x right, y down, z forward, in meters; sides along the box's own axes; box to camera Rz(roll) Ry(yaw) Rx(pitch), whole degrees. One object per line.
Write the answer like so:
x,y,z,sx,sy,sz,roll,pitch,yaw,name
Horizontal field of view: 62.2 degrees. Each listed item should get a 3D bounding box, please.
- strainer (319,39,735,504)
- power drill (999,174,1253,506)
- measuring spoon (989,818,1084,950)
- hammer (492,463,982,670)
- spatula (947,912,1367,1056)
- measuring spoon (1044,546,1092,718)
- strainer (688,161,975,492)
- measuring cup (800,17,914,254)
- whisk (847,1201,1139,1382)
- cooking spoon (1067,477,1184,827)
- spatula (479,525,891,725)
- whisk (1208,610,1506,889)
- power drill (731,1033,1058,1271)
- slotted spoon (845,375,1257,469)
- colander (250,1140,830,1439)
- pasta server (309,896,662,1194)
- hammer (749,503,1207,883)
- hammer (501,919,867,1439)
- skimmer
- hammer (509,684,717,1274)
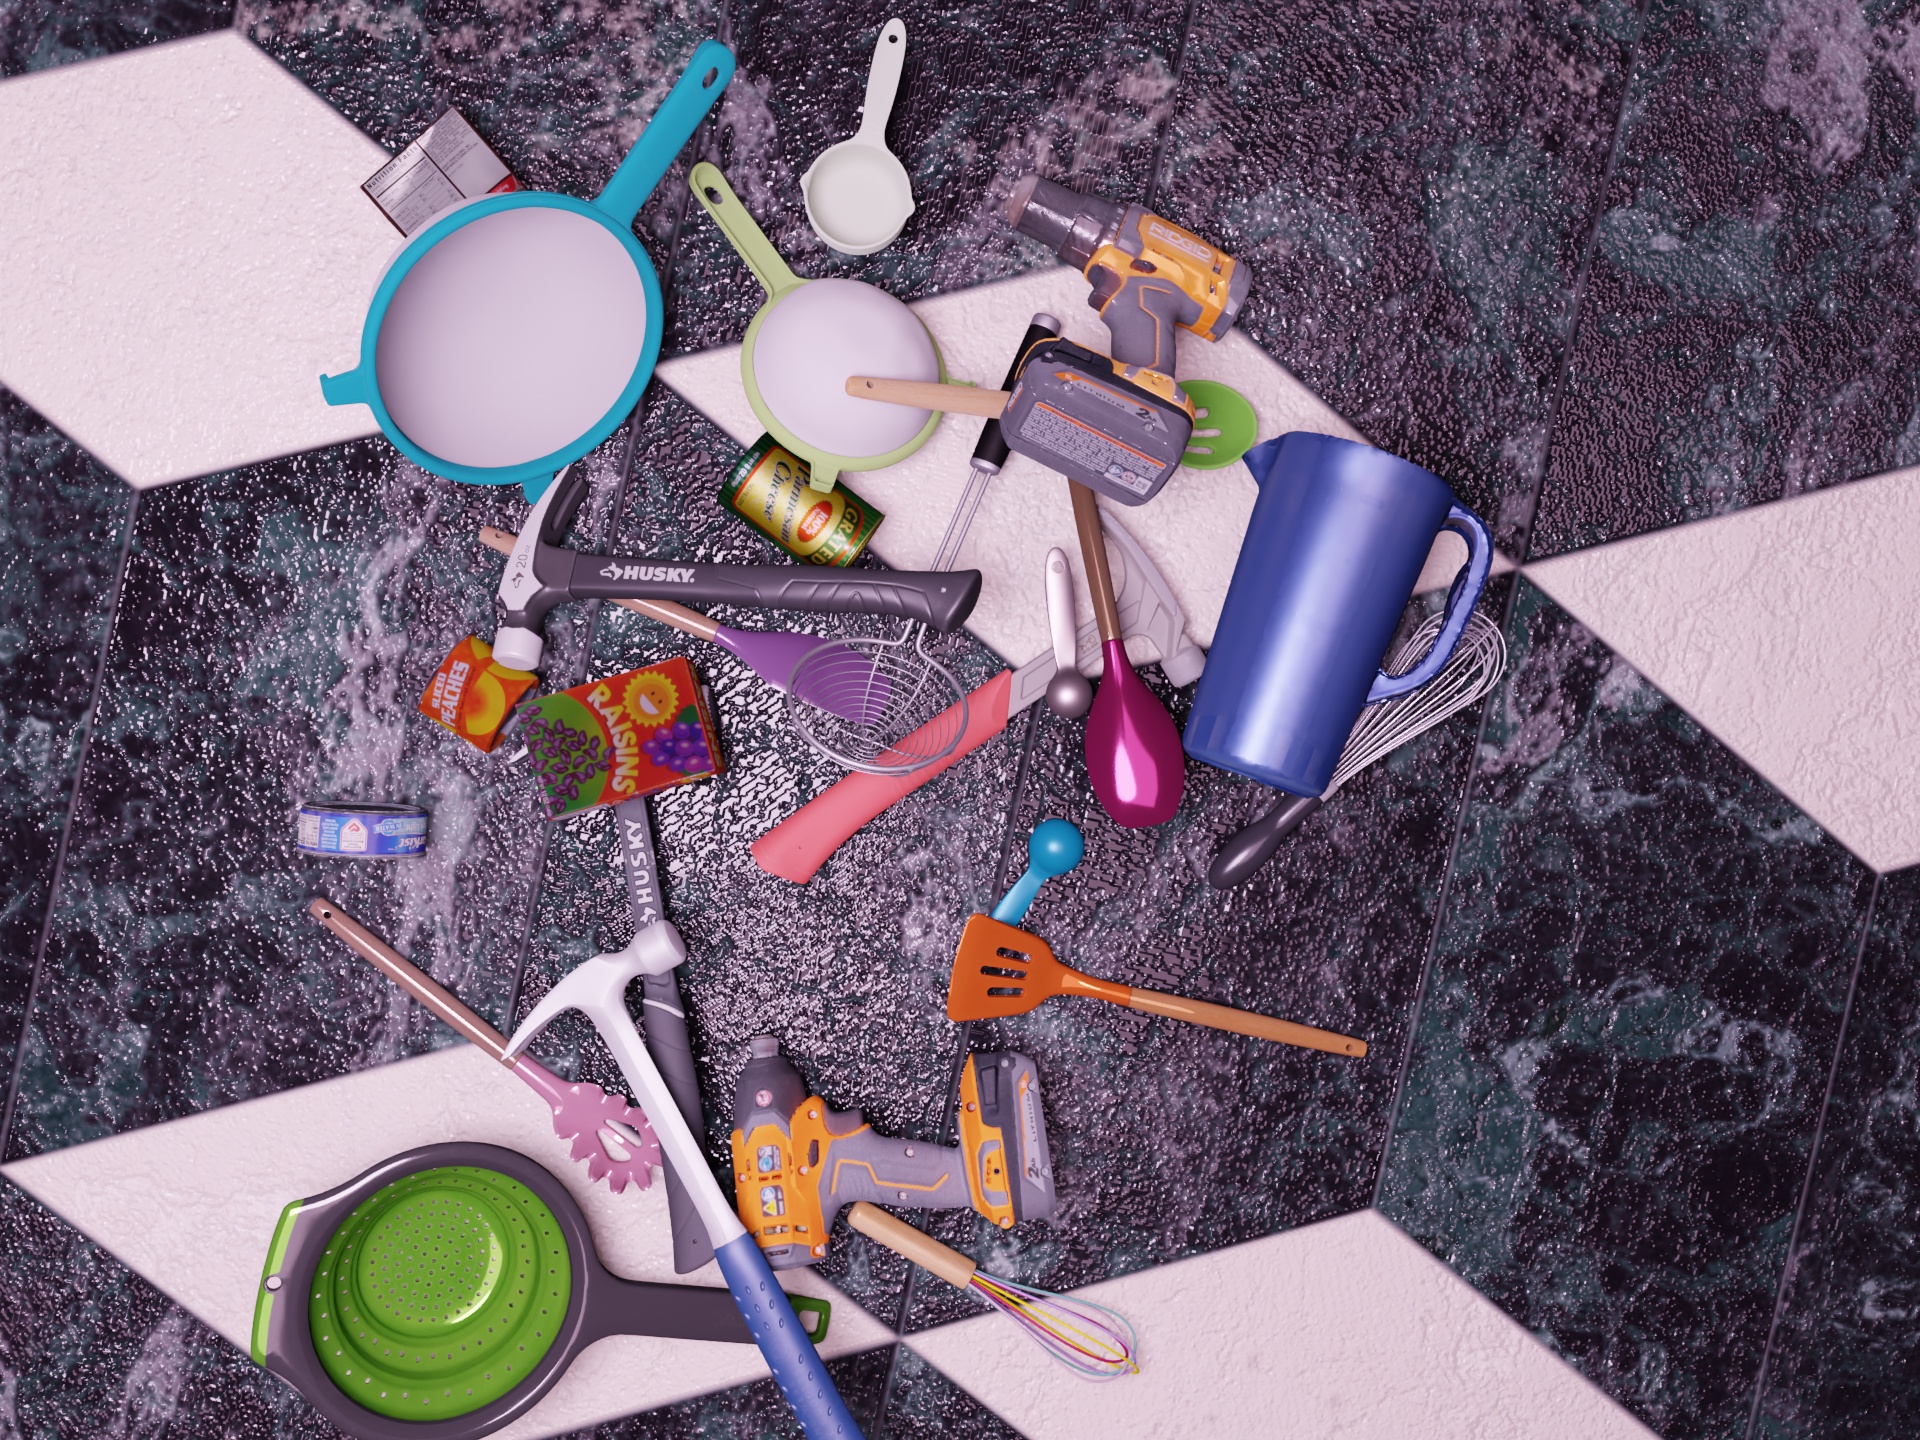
-0.276,-0.322,1.067,0.340,0.210,0.095,-52,56,9,strainer
0.095,-0.276,1.097,0.185,0.084,0.226,25,56,-7,power drill
0.047,0.129,1.177,0.042,0.021,0.128,36,88,-4,measuring spoon
-0.151,-0.098,1.087,0.335,0.035,0.146,4,71,12,hammer
0.150,0.212,1.178,0.322,0.041,0.081,13,90,-5,spatula
0.074,-0.063,1.140,0.034,0.018,0.124,-6,91,-4,measuring spoon
-0.105,-0.297,1.110,0.151,0.069,0.256,-36,88,-23,strainer
-0.064,-0.417,1.144,0.083,0.038,0.167,13,89,-4,measuring cup
0.027,0.421,1.178,0.245,0.047,0.051,30,91,-1,whisk
0.102,-0.082,1.131,0.069,0.017,0.319,-11,83,2,cooking spoon
-0.199,-0.075,1.152,0.316,0.018,0.060,22,56,-2,spatula
0.290,0.025,1.176,0.284,0.070,0.070,-44,94,4,whisk
-0.053,0.297,1.145,0.226,0.084,0.164,-9,77,0,power drill
0.068,-0.219,1.119,0.313,0.031,0.070,2,78,-23,slotted spoon
-0.291,0.407,1.142,0.396,0.094,0.204,13,83,-22,colander
-0.342,0.230,1.149,0.316,0.040,0.060,39,77,-3,pasta server
-0.002,-0.004,1.163,0.359,0.037,0.149,-34,94,-2,hammer
-0.167,0.347,1.085,0.144,0.035,0.405,-30,86,4,hammer
-0.007,-0.131,1.112,0.127,0.090,0.363,22,83,6,skimmer
-0.220,0.186,1.133,0.149,0.036,0.409,-9,86,-1,hammer
